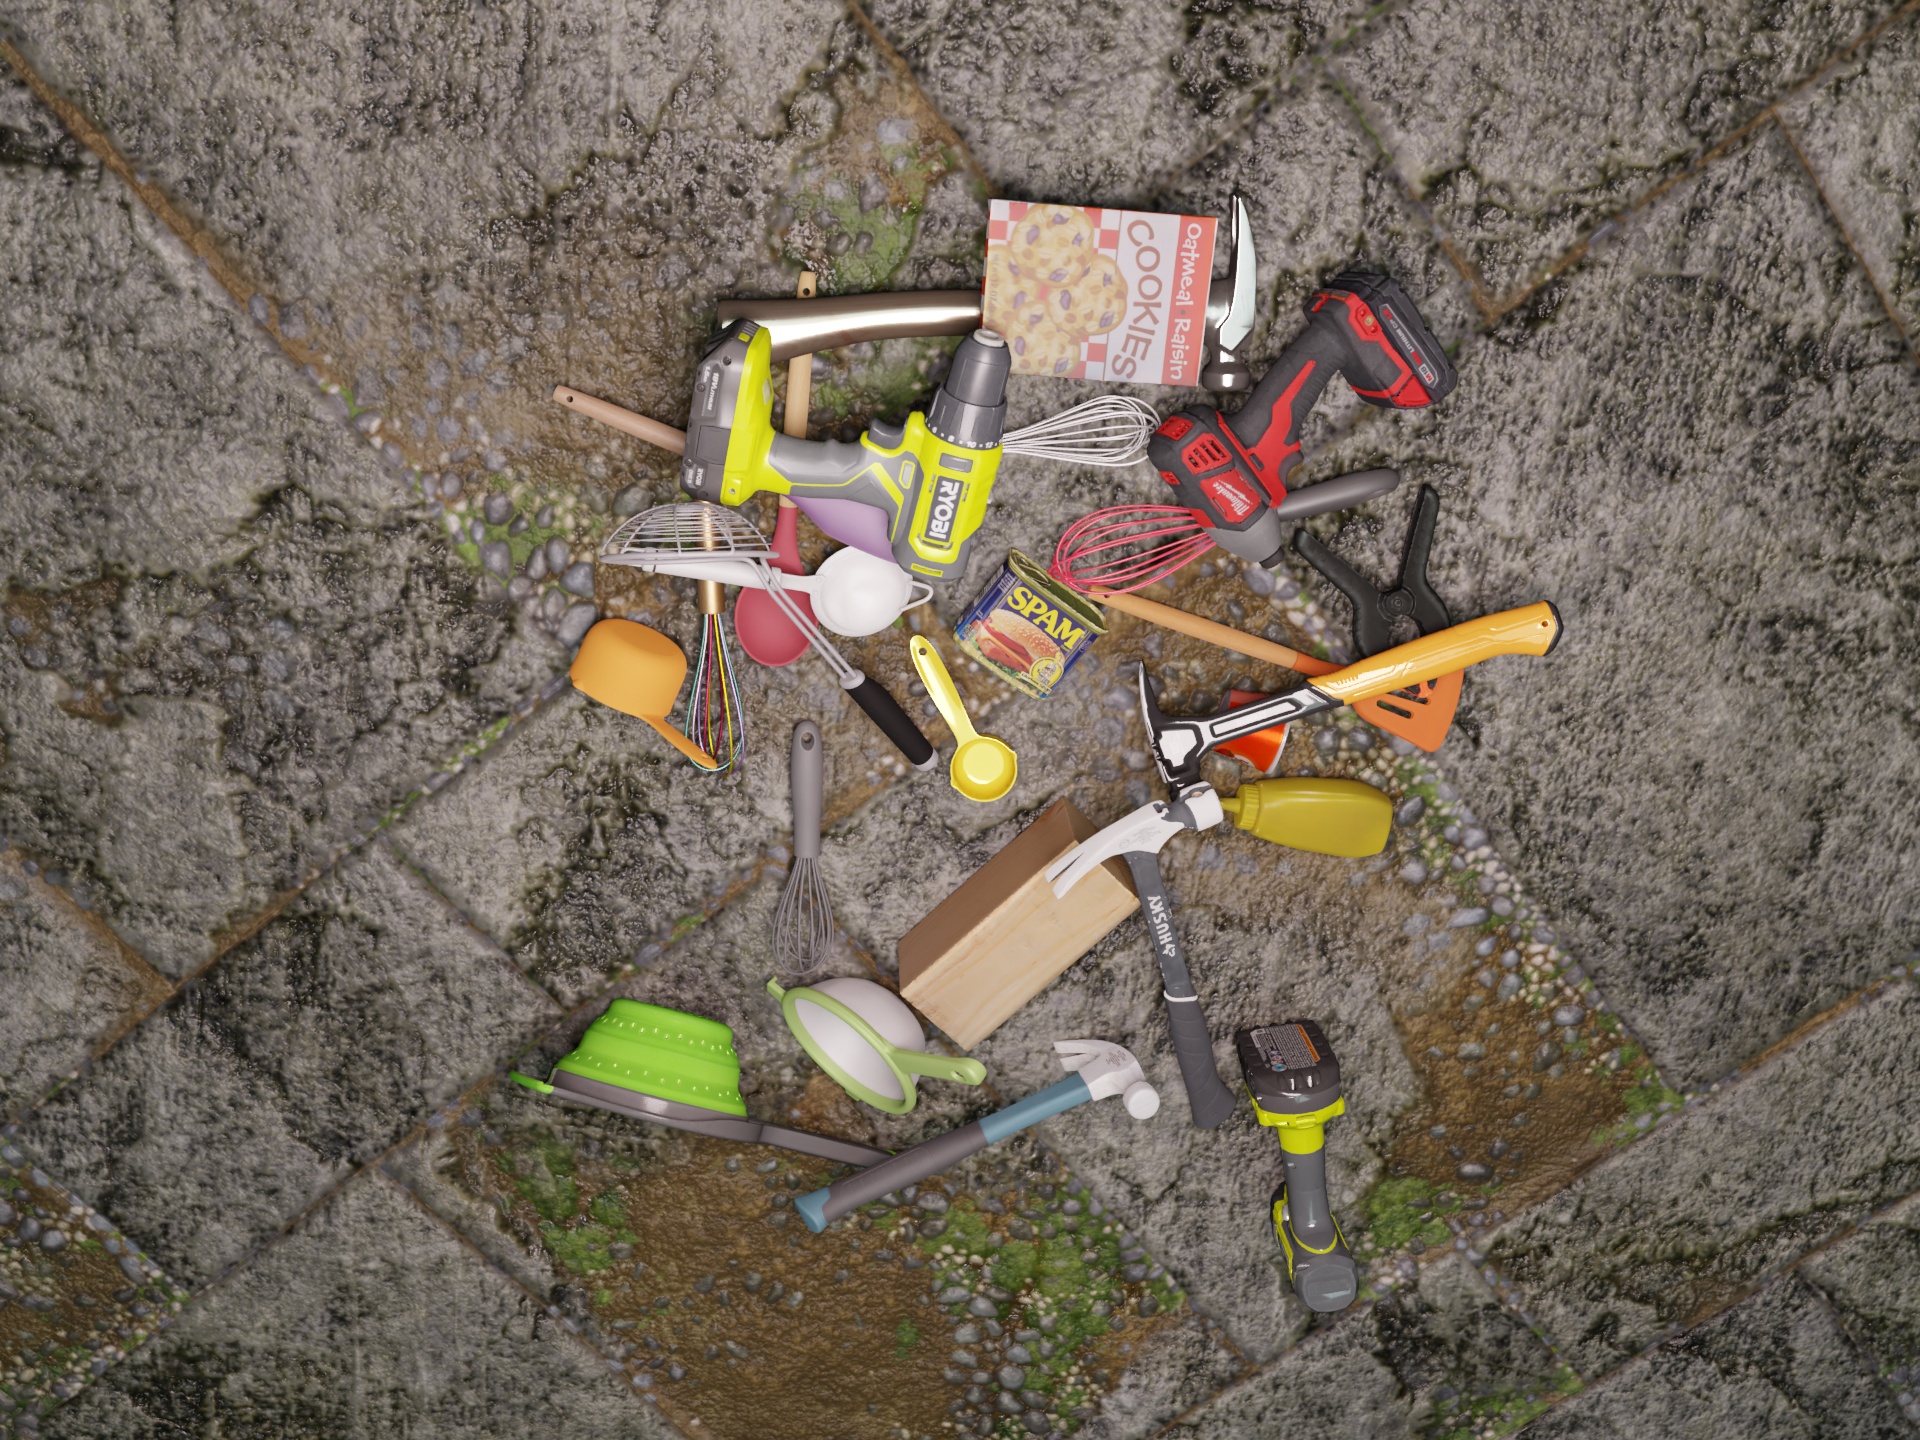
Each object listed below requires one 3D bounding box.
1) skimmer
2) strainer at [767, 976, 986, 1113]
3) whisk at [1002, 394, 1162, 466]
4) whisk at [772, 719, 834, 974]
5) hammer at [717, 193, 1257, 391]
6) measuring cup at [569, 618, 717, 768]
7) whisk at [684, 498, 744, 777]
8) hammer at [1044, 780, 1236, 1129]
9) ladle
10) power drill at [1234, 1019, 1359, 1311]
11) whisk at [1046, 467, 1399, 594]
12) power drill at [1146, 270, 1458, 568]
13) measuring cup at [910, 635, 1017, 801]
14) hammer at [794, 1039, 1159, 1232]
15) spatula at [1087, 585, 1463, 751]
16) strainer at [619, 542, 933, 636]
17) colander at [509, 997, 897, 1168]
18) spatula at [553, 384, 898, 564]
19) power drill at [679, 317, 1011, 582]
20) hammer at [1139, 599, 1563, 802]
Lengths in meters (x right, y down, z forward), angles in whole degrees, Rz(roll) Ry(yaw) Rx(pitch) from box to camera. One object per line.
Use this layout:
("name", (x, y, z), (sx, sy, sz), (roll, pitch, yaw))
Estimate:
("skimmer", (-0.130, -0.046, 1.239), (0.127, 0.090, 0.362), (1, 145, 38))
("strainer", (-0.050, 0.272, 1.375), (0.069, 0.256, 0.151), (-46, 114, -31))
("whisk", (0.036, -0.219, 1.259), (0.246, 0.057, 0.059), (-6, 77, 5))
("whisk", (-0.137, 0.114, 1.384), (0.055, 0.055, 0.239), (2, 107, -3))
("hammer", (0.021, -0.320, 1.212), (0.410, 0.038, 0.146), (-3, 110, -4))
("measuring cup", (-0.238, -0.025, 1.268), (0.095, 0.174, 0.052), (6, 115, -52))
("whisk", (-0.206, -0.069, 1.312), (0.051, 0.047, 0.245), (-1, 107, 0))
("hammer", (0.183, 0.228, 1.378), (0.149, 0.036, 0.408), (-23, 129, -4))
("ladle", (-0.137, -0.197, 1.270), (0.069, 0.031, 0.315), (4, 109, -9))
("power drill", (0.307, 0.396, 1.452), (0.080, 0.171, 0.223), (-9, 103, 1))
("whisk", (0.211, -0.159, 1.283), (0.296, 0.073, 0.073), (-15, 111, -2))
("power drill", (0.262, -0.226, 1.217), (0.219, 0.079, 0.143), (-42, 113, 0))
("measuring cup", (-0.002, -0.004, 1.356), (0.062, 0.029, 0.156), (-26, 98, 8))
("hammer", (0.008, 0.375, 1.421), (0.331, 0.128, 0.033), (-23, 110, -5))
("spatula", (0.260, -0.059, 1.330), (0.322, 0.041, 0.081), (18, 90, -7))
("strainer", (-0.141, -0.109, 1.265), (0.258, 0.050, 0.086), (8, 120, -17))
("colander", (-0.197, 0.328, 1.436), (0.396, 0.204, 0.094), (22, 75, -26))
("spatula", (-0.167, -0.200, 1.248), (0.316, 0.018, 0.059), (21, 102, -5))
("power drill", (-0.080, -0.216, 1.177), (0.228, 0.080, 0.190), (14, 122, -4))
("hammer", (0.313, -0.037, 1.282), (0.337, 0.034, 0.127), (-18, 92, 8))
